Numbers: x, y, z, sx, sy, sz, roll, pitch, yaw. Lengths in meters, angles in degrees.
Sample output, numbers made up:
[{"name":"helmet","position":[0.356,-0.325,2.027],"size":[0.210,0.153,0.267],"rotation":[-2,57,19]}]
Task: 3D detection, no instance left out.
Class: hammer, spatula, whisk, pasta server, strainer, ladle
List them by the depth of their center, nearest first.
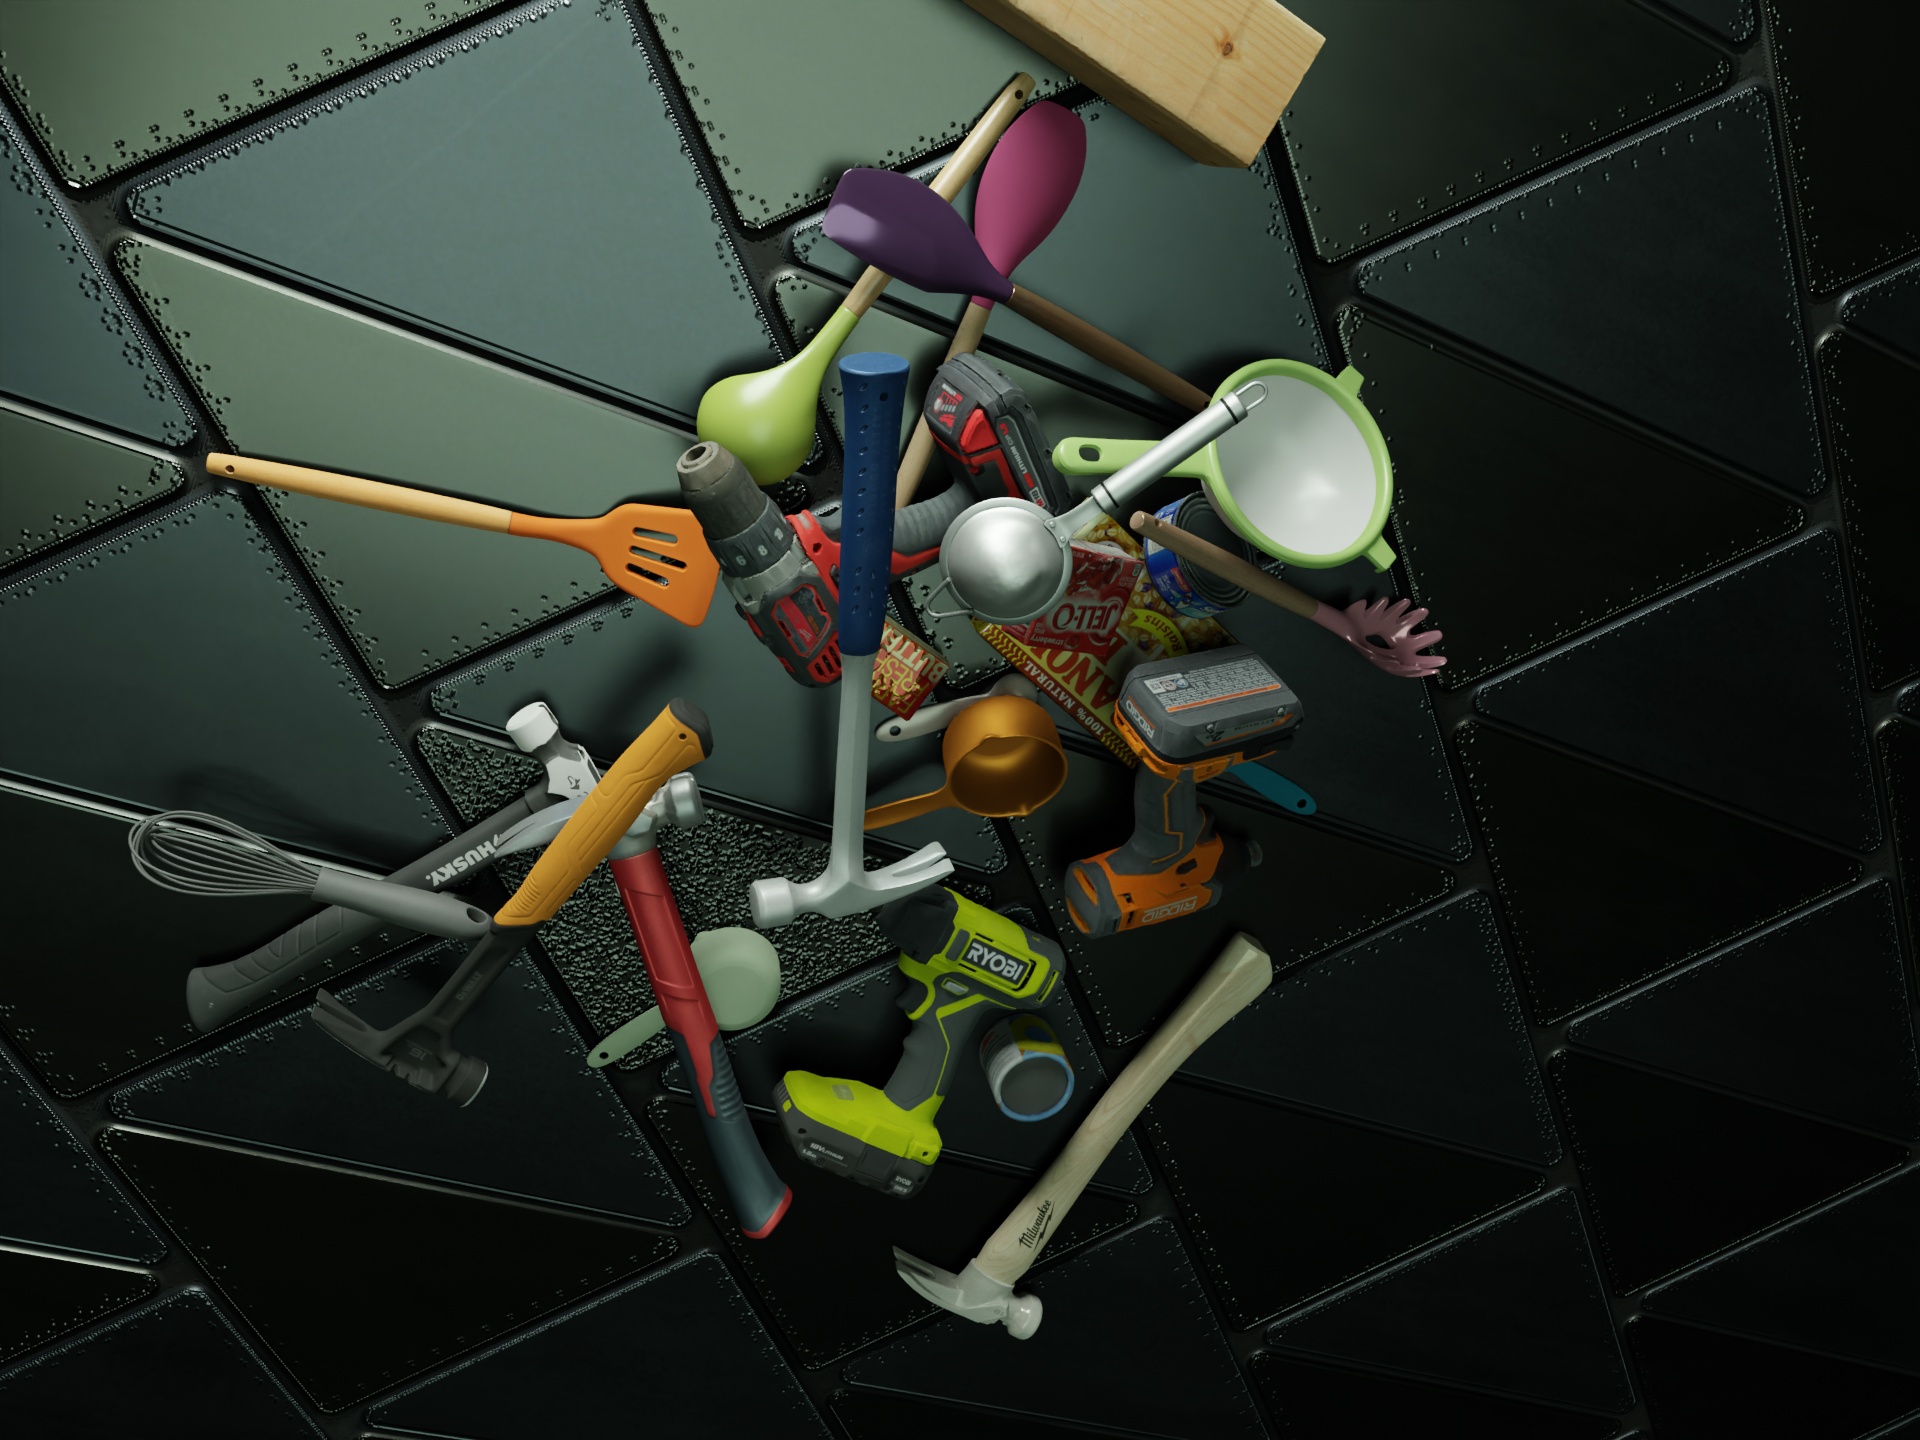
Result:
[{"name":"strainer","position":[0.084,-0.136,1.004],"size":[0.258,0.050,0.086],"rotation":[-35,108,9]},{"name":"hammer","position":[-0.061,-0.038,1.029],"size":[0.144,0.035,0.405],"rotation":[-8,125,-21]},{"name":"ladle","position":[-0.058,-0.286,1.031],"size":[0.078,0.062,0.320],"rotation":[36,94,-24]},{"name":"spatula","position":[-0.318,-0.131,1.032],"size":[0.322,0.041,0.081],"rotation":[10,110,-15]},{"name":"spatula","position":[0.053,-0.271,1.045],"size":[0.315,0.018,0.060],"rotation":[23,97,-28]},{"name":"hammer","position":[-0.287,0.112,1.064],"size":[0.127,0.034,0.337],"rotation":[37,103,-23]},{"name":"whisk","position":[-0.431,0.111,1.069],"size":[0.238,0.055,0.055],"rotation":[19,107,-21]},{"name":"strainer","position":[0.171,-0.167,1.084],"size":[0.256,0.069,0.151],"rotation":[-2,77,-22]},{"name":"pasta server","position":[0.237,-0.091,1.124],"size":[0.316,0.060,0.040],"rotation":[20,147,-37]},{"name":"hammer","position":[-0.396,0.128,1.125],"size":[0.335,0.035,0.146],"rotation":[-30,114,1]},{"name":"hammer","position":[-0.212,0.227,1.162],"size":[0.143,0.038,0.386],"rotation":[-15,114,-4]},{"name":"hammer","position":[0.111,0.337,1.321],"size":[0.146,0.038,0.410],"rotation":[32,102,-20]}]

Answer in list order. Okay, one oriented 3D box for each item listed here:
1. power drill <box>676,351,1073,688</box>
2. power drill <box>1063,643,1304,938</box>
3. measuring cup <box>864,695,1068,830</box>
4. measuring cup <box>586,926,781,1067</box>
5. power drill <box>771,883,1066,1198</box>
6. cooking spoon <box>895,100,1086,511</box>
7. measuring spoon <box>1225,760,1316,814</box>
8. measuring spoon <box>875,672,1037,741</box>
[{"name":"power drill","position":[-0.058,-0.145,1.029],"size":[0.226,0.080,0.187],"rotation":[-35,129,-5]},{"name":"power drill","position":[0.173,0.057,1.168],"size":[0.164,0.084,0.226],"rotation":[-12,134,-25]},{"name":"measuring cup","position":[-0.009,0.036,1.161],"size":[0.173,0.052,0.095],"rotation":[-18,137,9]},{"name":"measuring cup","position":[-0.211,0.222,1.201],"size":[0.167,0.038,0.083],"rotation":[-33,115,0]},{"name":"power drill","position":[-0.043,0.236,1.216],"size":[0.171,0.080,0.223],"rotation":[28,94,-22]},{"name":"cooking spoon","position":[0.004,-0.252,1.061],"size":[0.068,0.017,0.318],"rotation":[12,112,-33]},{"name":"measuring spoon","position":[0.230,0.045,1.233],"size":[0.128,0.021,0.042],"rotation":[29,103,-19]},{"name":"measuring spoon","position":[-0.002,-0.004,1.165],"size":[0.124,0.018,0.034],"rotation":[-16,115,-5]}]
